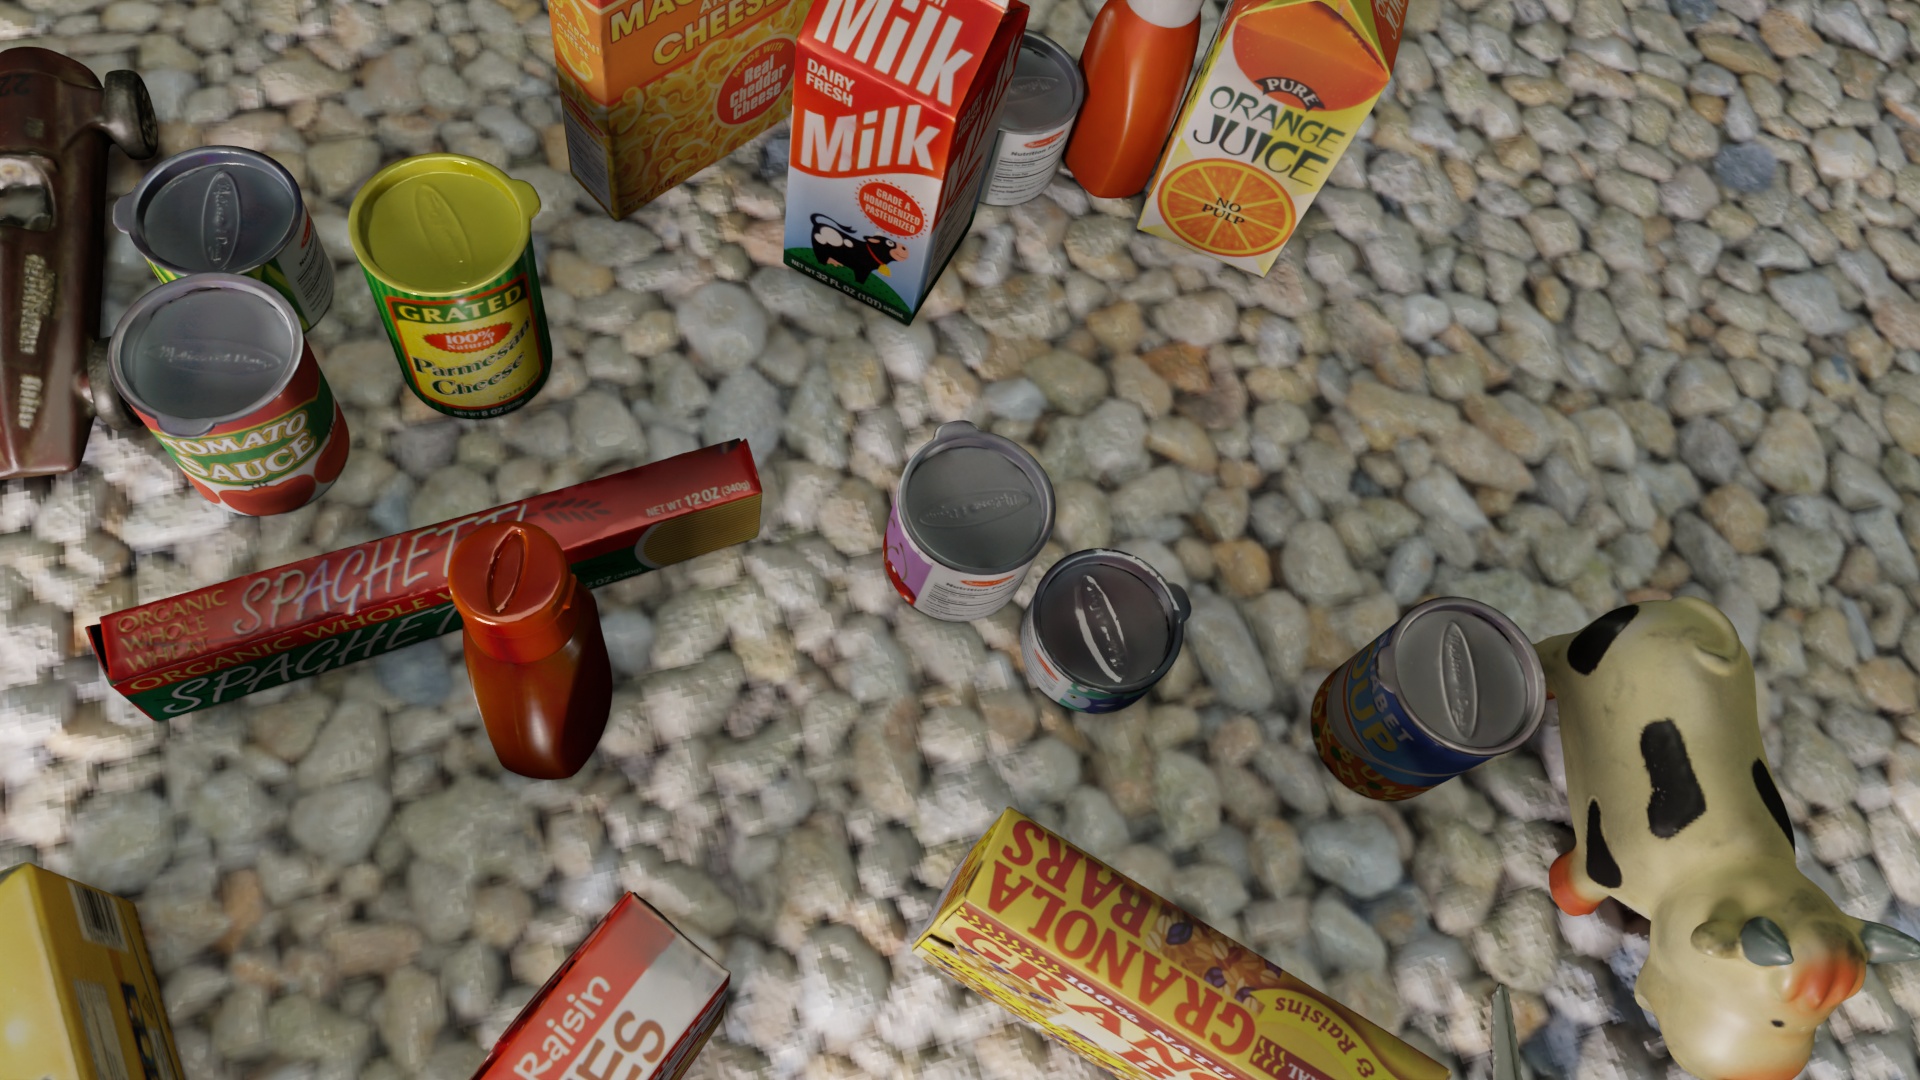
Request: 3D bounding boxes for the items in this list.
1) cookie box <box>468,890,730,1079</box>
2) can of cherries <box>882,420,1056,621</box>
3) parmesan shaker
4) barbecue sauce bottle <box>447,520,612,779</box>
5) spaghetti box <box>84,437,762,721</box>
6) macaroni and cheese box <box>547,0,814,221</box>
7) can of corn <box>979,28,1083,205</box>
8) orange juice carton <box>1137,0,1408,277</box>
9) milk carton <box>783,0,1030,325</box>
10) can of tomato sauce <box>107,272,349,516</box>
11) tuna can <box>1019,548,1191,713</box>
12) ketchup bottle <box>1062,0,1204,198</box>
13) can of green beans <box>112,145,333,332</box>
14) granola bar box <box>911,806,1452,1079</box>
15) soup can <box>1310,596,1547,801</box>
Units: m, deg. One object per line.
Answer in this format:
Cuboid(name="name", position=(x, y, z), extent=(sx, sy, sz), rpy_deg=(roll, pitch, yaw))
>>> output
Cuboid(name="cookie box", position=(-0.125, 0.181, 0.428), extent=(0.040, 0.166, 0.123), rpy_deg=(35, 65, 6))
Cuboid(name="can of cherries", position=(0.002, -0.007, 0.597), extent=(0.071, 0.058, 0.072), rpy_deg=(4, 66, -9))
Cuboid(name="parmesan shaker", position=(-0.204, -0.102, 0.577), extent=(0.071, 0.102, 0.071), rpy_deg=(4, 66, -9))
Cuboid(name="barbecue sauce bottle", position=(-0.152, 0.039, 0.498), extent=(0.044, 0.148, 0.065), rpy_deg=(10, 65, -6))
Cuboid(name="spaghetti box", position=(-0.201, 0.014, 0.554), extent=(0.251, 0.050, 0.029), rpy_deg=(-18, 71, -17))
Cuboid(name="macaroni and cheese box", position=(-0.120, -0.233, 0.616), extent=(0.124, 0.165, 0.040), rpy_deg=(-40, 79, -23))
Cuboid(name="can of corn", position=(0.022, -0.212, 0.693), extent=(0.071, 0.058, 0.071), rpy_deg=(4, 66, -9))
Cuboid(name="orange juice carton", position=(0.149, -0.214, 0.642), extent=(0.073, 0.191, 0.072), rpy_deg=(21, 65, -1))
Cuboid(name="milk carton", position=(-0.026, -0.184, 0.598), extent=(0.072, 0.189, 0.074), rpy_deg=(28, 65, 2))
Cuboid(name="can of tomato sauce", position=(-0.286, -0.054, 0.551), extent=(0.071, 0.082, 0.071), rpy_deg=(4, 66, -9))
Cuboid(name="tuna can", position=(0.062, 0.039, 0.601), extent=(0.071, 0.032, 0.071), rpy_deg=(4, 66, -9))
Cuboid(name="ketchup bottle", position=(0.085, -0.232, 0.663), extent=(0.043, 0.148, 0.065), rpy_deg=(-13, 69, -15))
Cuboid(name="can of green beans", position=(-0.309, -0.124, 0.592), extent=(0.071, 0.057, 0.071), rpy_deg=(4, 66, -9))
Cuboid(name="granola bar box", position=(0.068, 0.166, 0.495), extent=(0.165, 0.123, 0.039), rpy_deg=(30, 65, 4))
Cuboid(name="soup can", position=(0.191, 0.068, 0.583), extent=(0.071, 0.083, 0.071), rpy_deg=(4, 66, -9))
